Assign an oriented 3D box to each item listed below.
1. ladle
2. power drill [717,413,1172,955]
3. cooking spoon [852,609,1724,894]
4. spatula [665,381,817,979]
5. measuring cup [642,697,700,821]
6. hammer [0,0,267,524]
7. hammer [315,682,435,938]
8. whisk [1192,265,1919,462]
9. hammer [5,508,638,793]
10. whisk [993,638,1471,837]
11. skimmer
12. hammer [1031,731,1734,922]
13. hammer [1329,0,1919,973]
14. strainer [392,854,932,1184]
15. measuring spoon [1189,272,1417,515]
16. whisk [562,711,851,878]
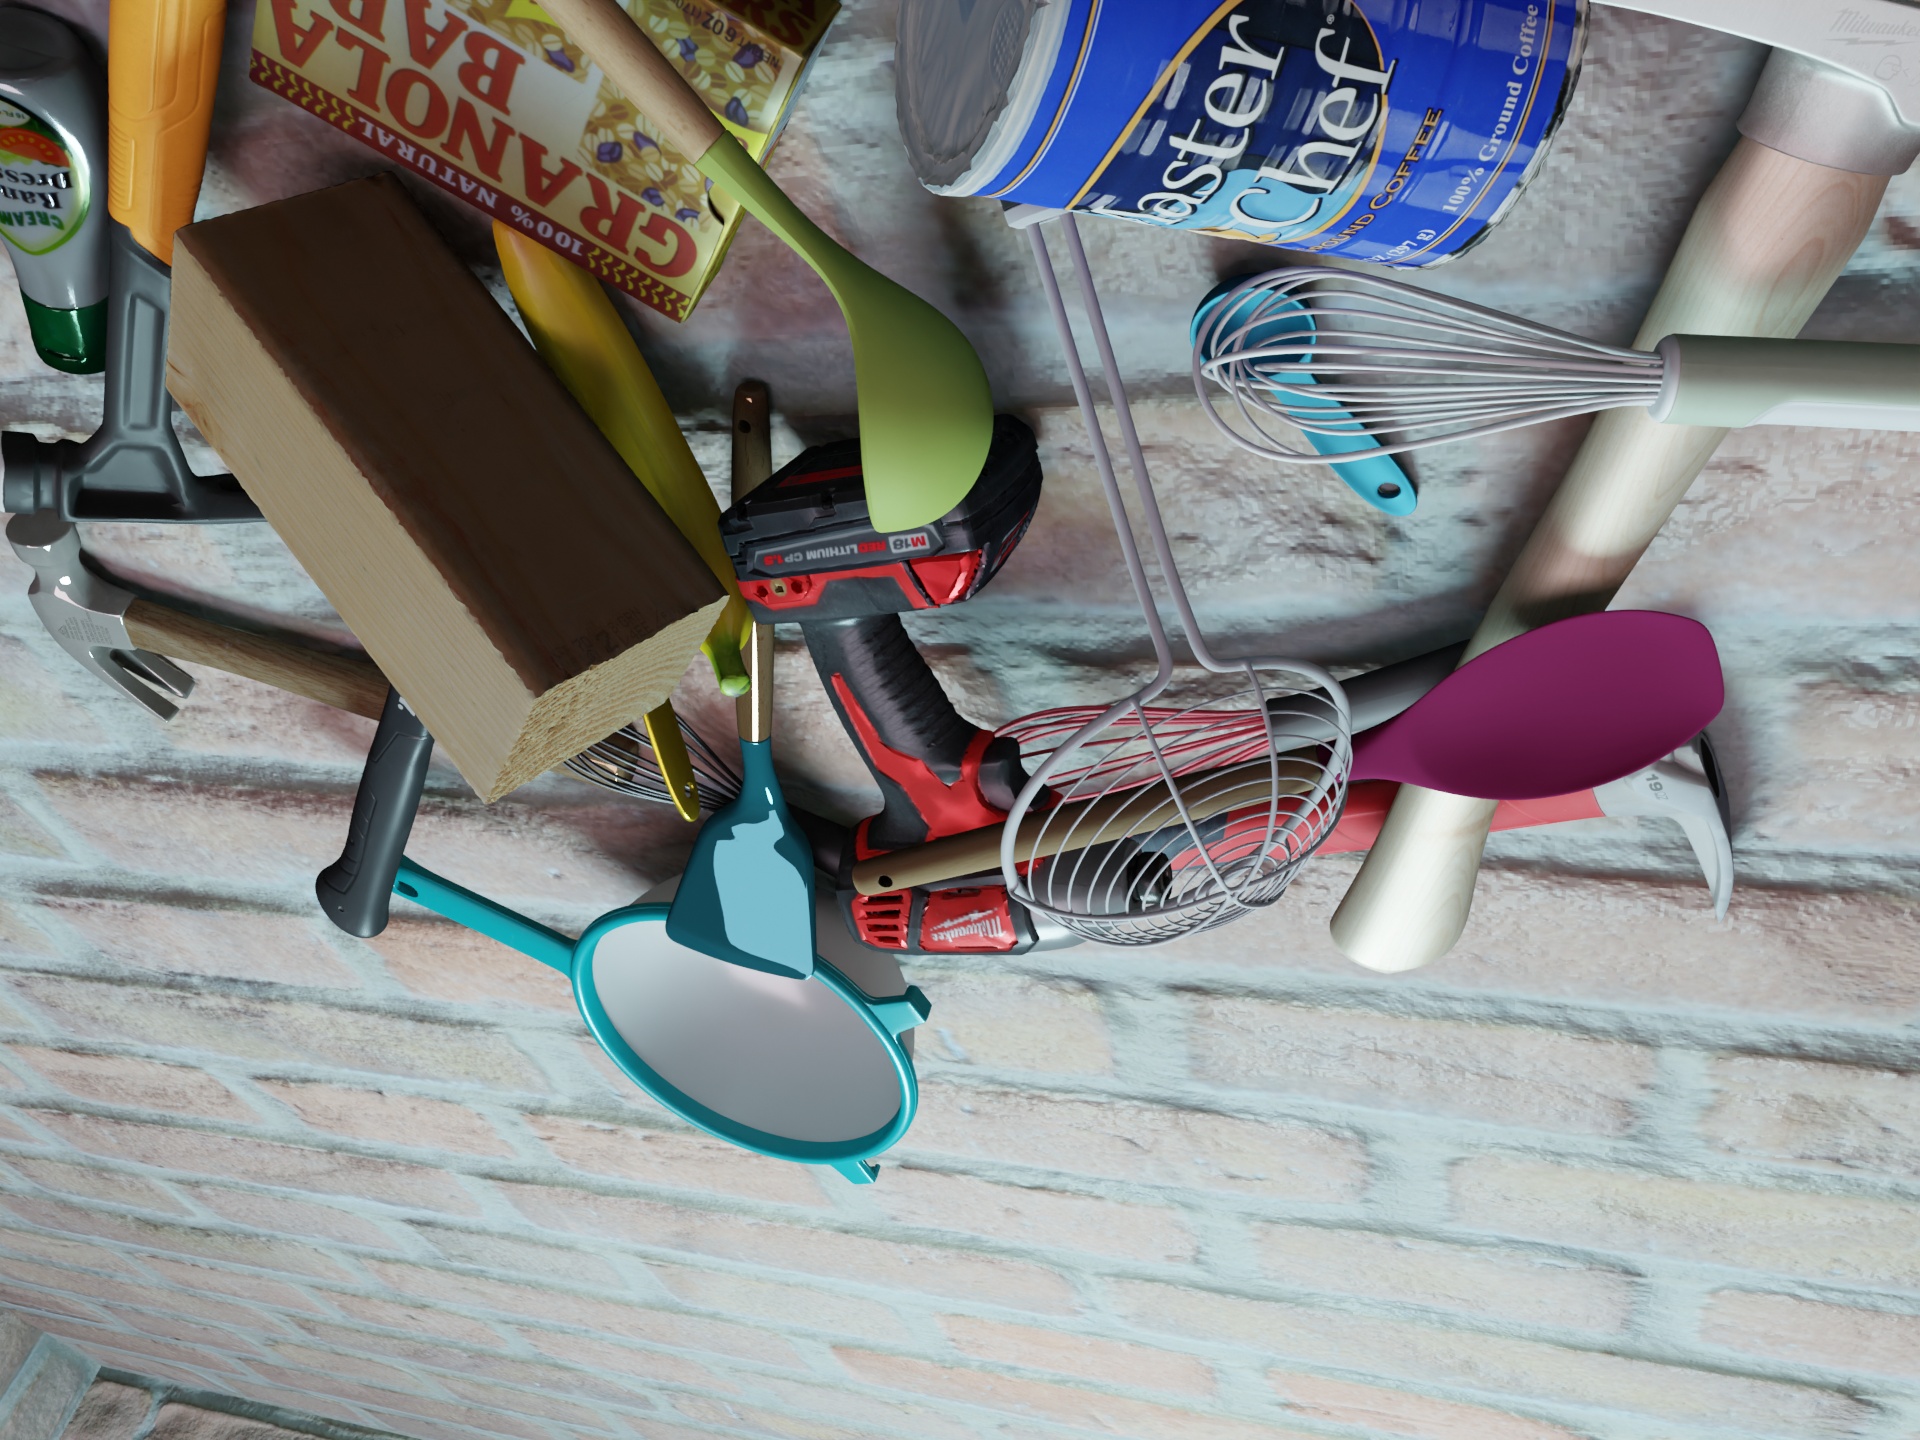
[{"bbox_3d":[-0.102,-0.182,0.471,0.062,0.078,0.320,-36,113,23],"label":"ladle"},{"bbox_3d":[-0.001,-0.002,0.638,0.143,0.078,0.219,-4,116,26],"label":"power drill"},{"bbox_3d":[0.105,0.022,0.576,0.319,0.017,0.068,-16,118,18],"label":"cooking spoon"},{"bbox_3d":[-0.096,-0.007,0.722,0.082,0.044,0.317,15,132,11],"label":"spatula"},{"bbox_3d":[-0.129,-0.028,0.697,0.029,0.062,0.156,-7,109,23],"label":"measuring cup"},{"bbox_3d":[-0.289,-0.195,0.589,0.127,0.034,0.336,-2,145,-31],"label":"hammer"},{"bbox_3d":[-0.274,0.011,0.800,0.146,0.035,0.334,33,132,0],"label":"hammer"},{"bbox_3d":[0.189,-0.096,0.446,0.246,0.059,0.057,4,172,7],"label":"whisk"},{"bbox_3d":[-0.333,-0.019,0.849,0.331,0.031,0.130,16,142,2],"label":"hammer"},{"bbox_3d":[0.116,0.007,0.677,0.296,0.073,0.073,-17,131,29],"label":"whisk"},{"bbox_3d":[0.035,-0.094,0.497,0.127,0.090,0.363,-20,102,-10],"label":"skimmer"},{"bbox_3d":[0.147,0.060,0.746,0.386,0.038,0.143,-11,135,33],"label":"hammer"},{"bbox_3d":[0.197,-0.048,0.548,0.146,0.038,0.410,15,135,3],"label":"hammer"},{"bbox_3d":[-0.167,0.128,0.921,0.340,0.095,0.210,23,135,8],"label":"strainer"},{"bbox_3d":[0.127,-0.115,0.561,0.042,0.021,0.128,-18,139,38],"label":"measuring spoon"},{"bbox_3d":[-0.108,0.042,0.826,0.238,0.055,0.055,30,141,-22],"label":"whisk"}]
